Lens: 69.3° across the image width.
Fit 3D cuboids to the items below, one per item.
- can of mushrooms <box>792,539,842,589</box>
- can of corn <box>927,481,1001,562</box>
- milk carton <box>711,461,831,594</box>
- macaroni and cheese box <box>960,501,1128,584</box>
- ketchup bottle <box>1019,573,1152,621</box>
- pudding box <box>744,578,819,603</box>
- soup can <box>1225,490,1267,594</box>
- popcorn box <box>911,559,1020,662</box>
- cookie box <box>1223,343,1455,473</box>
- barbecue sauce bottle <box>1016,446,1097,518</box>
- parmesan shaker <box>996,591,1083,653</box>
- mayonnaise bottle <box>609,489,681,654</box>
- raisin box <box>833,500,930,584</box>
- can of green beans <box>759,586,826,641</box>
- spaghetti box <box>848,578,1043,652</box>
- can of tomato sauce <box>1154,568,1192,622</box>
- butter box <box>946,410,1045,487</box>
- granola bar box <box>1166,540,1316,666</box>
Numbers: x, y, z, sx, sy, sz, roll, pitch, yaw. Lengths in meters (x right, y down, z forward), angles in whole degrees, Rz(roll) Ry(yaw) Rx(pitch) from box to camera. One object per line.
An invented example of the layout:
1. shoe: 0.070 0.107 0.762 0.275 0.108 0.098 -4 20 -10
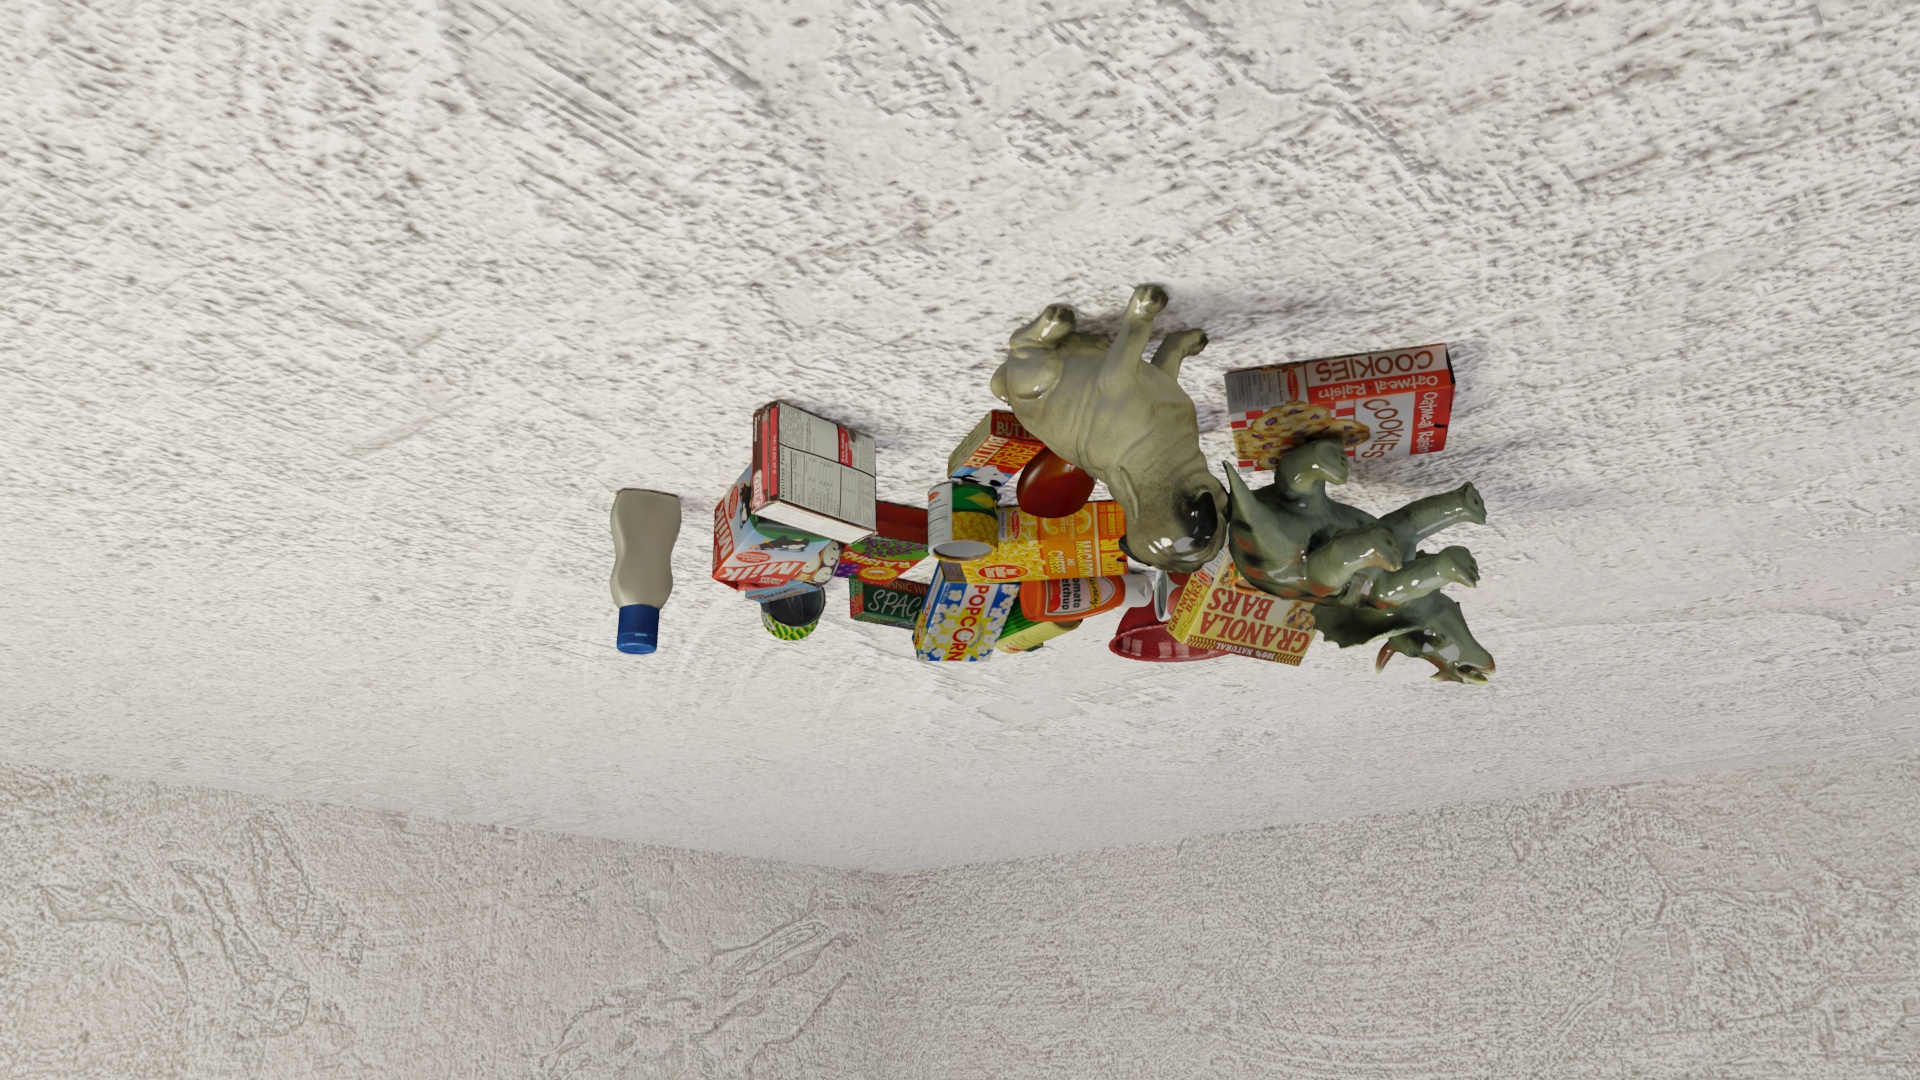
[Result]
1. can of mushrooms: -0.142 0.010 1.341 0.033 0.071 0.070 13 156 -27
2. can of corn: 0.005 -0.016 1.292 0.071 0.058 0.071 0 159 0
3. milk carton: -0.180 -0.010 1.281 0.073 0.072 0.189 8 158 -24
4. macaroni and cheese box: 0.082 0.004 1.376 0.166 0.040 0.123 -3 160 6
5. ketchup bottle: 0.136 0.054 1.487 0.149 0.064 0.043 1 176 -29
6. pudding box: -0.182 0.032 1.426 0.083 0.050 0.030 -15 157 32
7. soup can: 0.282 0.002 1.317 0.071 0.084 0.071 0 159 0
8. popcorn box: 0.005 0.076 1.494 0.085 0.038 0.126 2 133 -20
9. cookie box: 0.300 -0.101 1.104 0.167 0.040 0.122 -6 159 13
10. barbecue sauce bottle: 0.090 -0.065 1.187 0.065 0.044 0.148 -1 159 -9
11. parmesan shaker: 0.085 0.082 1.549 0.071 0.071 0.102 13 154 -33
12. mayonnaise bottle: -0.292 0.029 1.272 0.065 0.148 0.041 9 157 -22
13. raisin box: -0.084 0.003 1.367 0.086 0.040 0.123 9 156 -27
14. can of green beans: -0.182 0.070 1.506 0.071 0.071 0.057 4 159 -12
15. spaghetti box: -0.012 0.083 1.569 0.250 0.050 0.028 13 153 -32
16. can of tomato sauce: 0.255 0.056 1.482 0.083 0.071 0.071 2 159 -5
17. butter box: 0.030 -0.076 1.181 0.053 0.024 0.103 8 158 -20
18. granola bar box: 0.305 0.058 1.425 0.166 0.123 0.039 13 -162 -32
